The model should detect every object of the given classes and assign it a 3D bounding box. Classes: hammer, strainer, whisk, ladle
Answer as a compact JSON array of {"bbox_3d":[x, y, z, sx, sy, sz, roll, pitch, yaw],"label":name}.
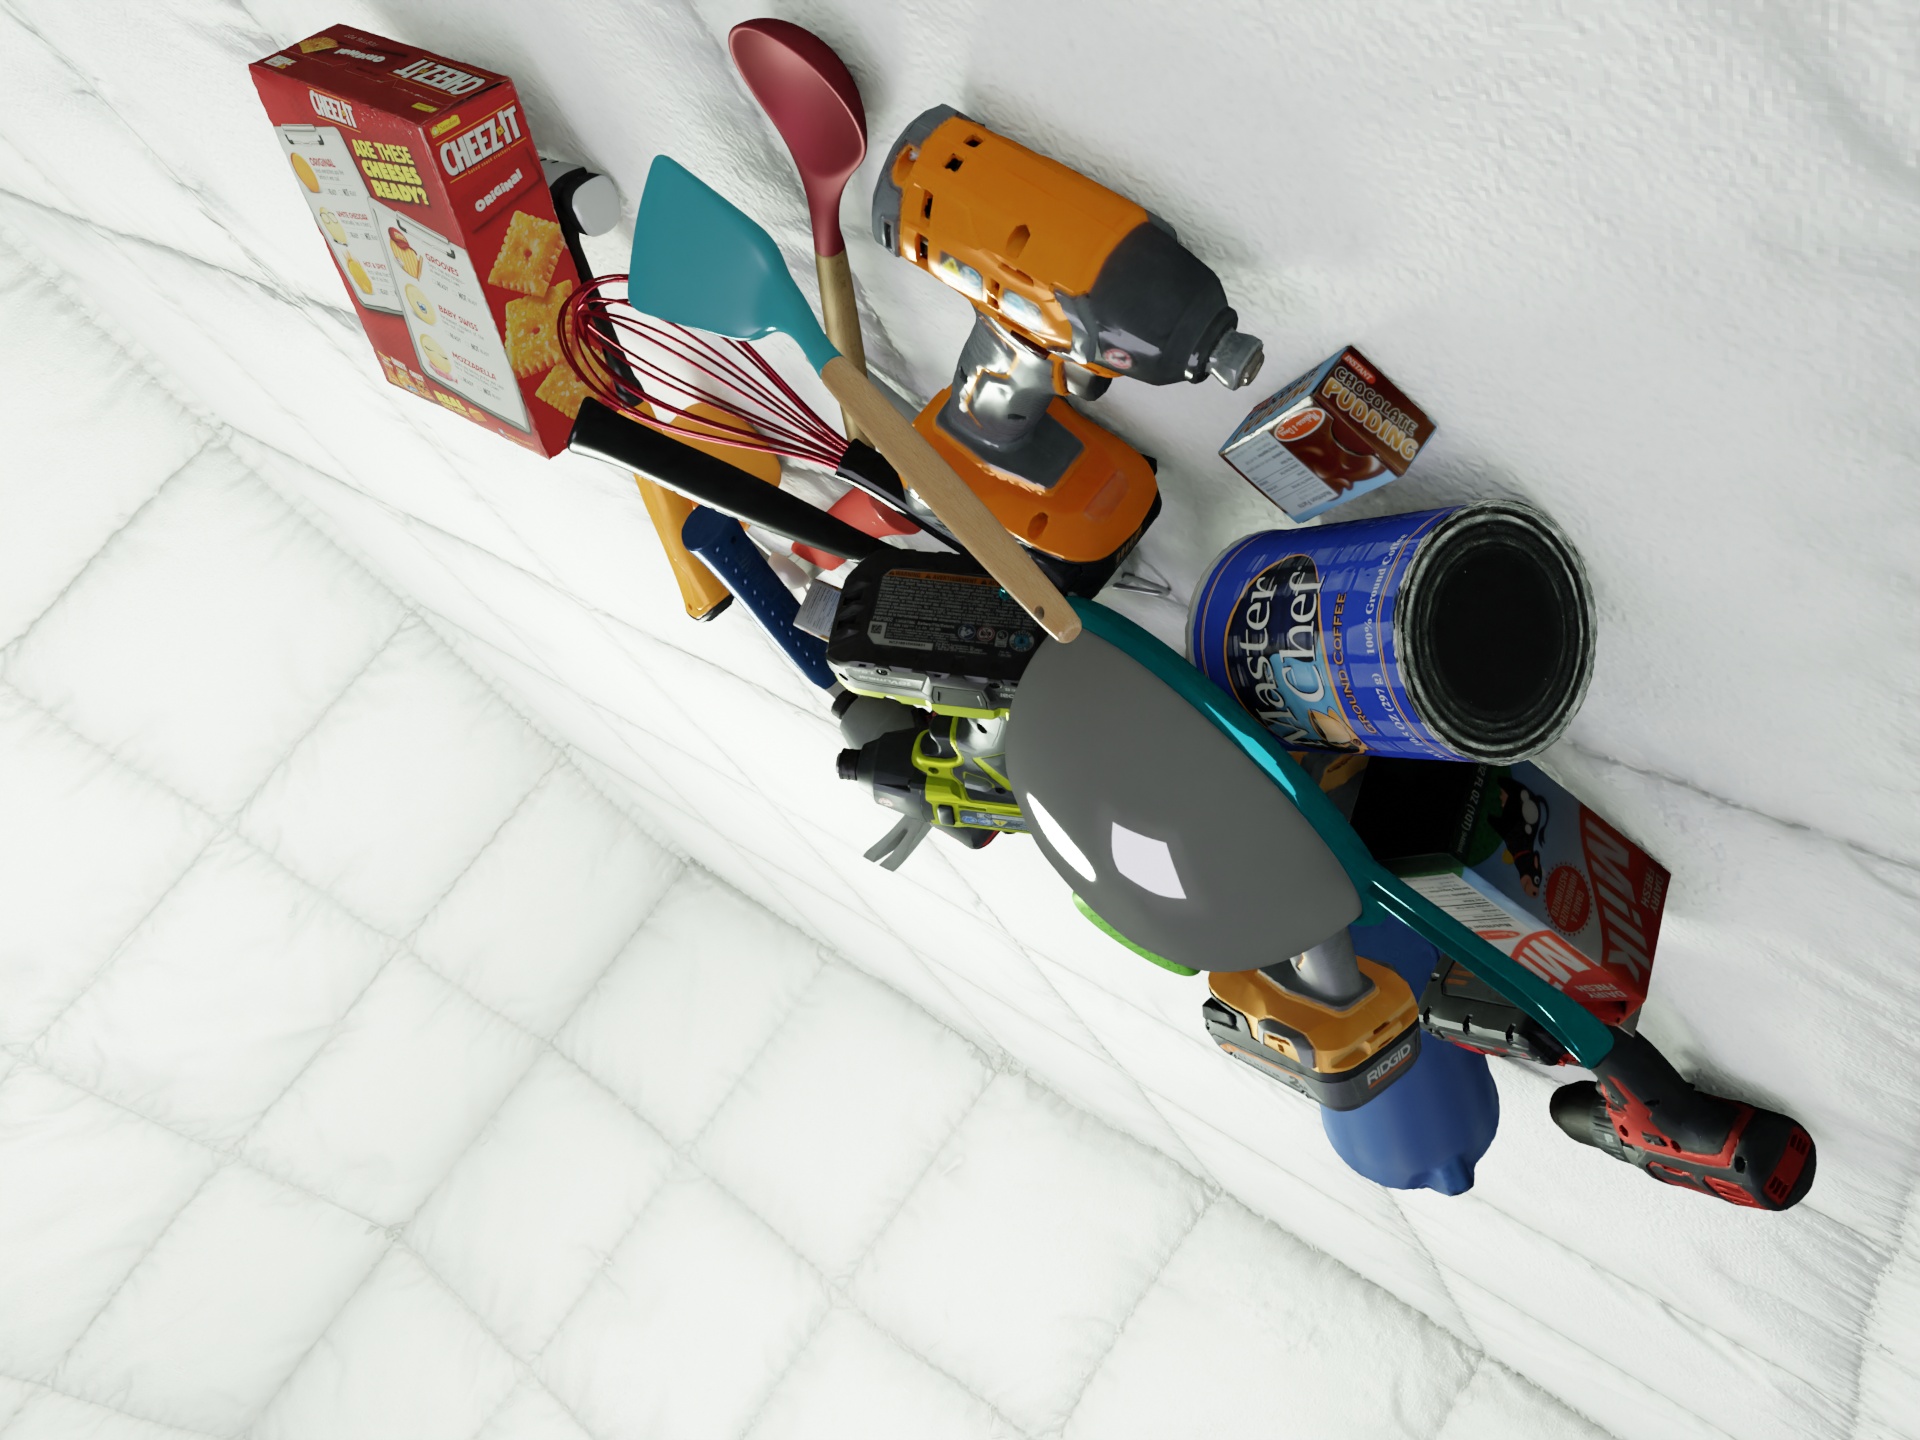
[{"bbox_3d":[-0.070,-0.106,0.923,0.334,0.035,0.146,22,177,-29],"label":"hammer"},{"bbox_3d":[-0.217,-0.200,1.025,0.127,0.034,0.336,25,146,36],"label":"hammer"},{"bbox_3d":[0.002,-0.135,0.883,0.258,0.050,0.087,40,170,1],"label":"strainer"},{"bbox_3d":[-0.077,-0.145,0.826,0.296,0.073,0.073,29,165,0],"label":"whisk"},{"bbox_3d":[-0.102,-0.131,1.130,0.149,0.037,0.359,40,165,-11],"label":"hammer"},{"bbox_3d":[-0.094,-0.024,1.186,0.035,0.144,0.405,22,162,34],"label":"hammer"},{"bbox_3d":[0.120,0.073,0.691,0.210,0.095,0.341,50,174,-38],"label":"strainer"},{"bbox_3d":[-0.060,-0.209,0.768,0.069,0.031,0.315,34,160,18],"label":"ladle"}]

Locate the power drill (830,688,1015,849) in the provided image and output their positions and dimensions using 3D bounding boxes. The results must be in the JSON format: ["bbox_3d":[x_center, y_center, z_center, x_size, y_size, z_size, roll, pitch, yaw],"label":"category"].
[{"bbox_3d":[-0.007,0.027,1.148,0.143,0.078,0.219,36,-171,12],"label":"power drill"}]

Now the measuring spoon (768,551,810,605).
[{"bbox_3d":[-0.124,-0.091,1.196,0.034,0.018,0.124,33,166,15],"label":"measuring spoon"}]

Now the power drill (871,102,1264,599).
[{"bbox_3d":[0.045,-0.142,0.691,0.164,0.084,0.226,33,160,14],"label":"power drill"}]

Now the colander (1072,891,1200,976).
[{"bbox_3d":[0.126,0.091,1.121,0.205,0.094,0.396,27,166,29],"label":"colander"}]

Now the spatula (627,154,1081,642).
[{"bbox_3d":[-0.052,-0.138,0.704,0.318,0.044,0.082,50,136,30],"label":"spatula"}]

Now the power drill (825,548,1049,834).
[{"bbox_3d":[-0.001,-0.003,0.928,0.171,0.080,0.223,7,152,9],"label":"power drill"}]

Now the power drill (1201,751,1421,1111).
[{"bbox_3d":[0.168,0.091,0.912,0.185,0.084,0.226,20,133,54],"label":"power drill"}]

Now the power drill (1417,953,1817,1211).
[{"bbox_3d":[0.393,0.217,0.997,0.226,0.080,0.188,38,165,-16],"label":"power drill"}]

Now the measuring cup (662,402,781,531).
[{"bbox_3d":[-0.200,-0.202,1.108,0.174,0.052,0.095,36,165,12],"label":"measuring cup"}]
